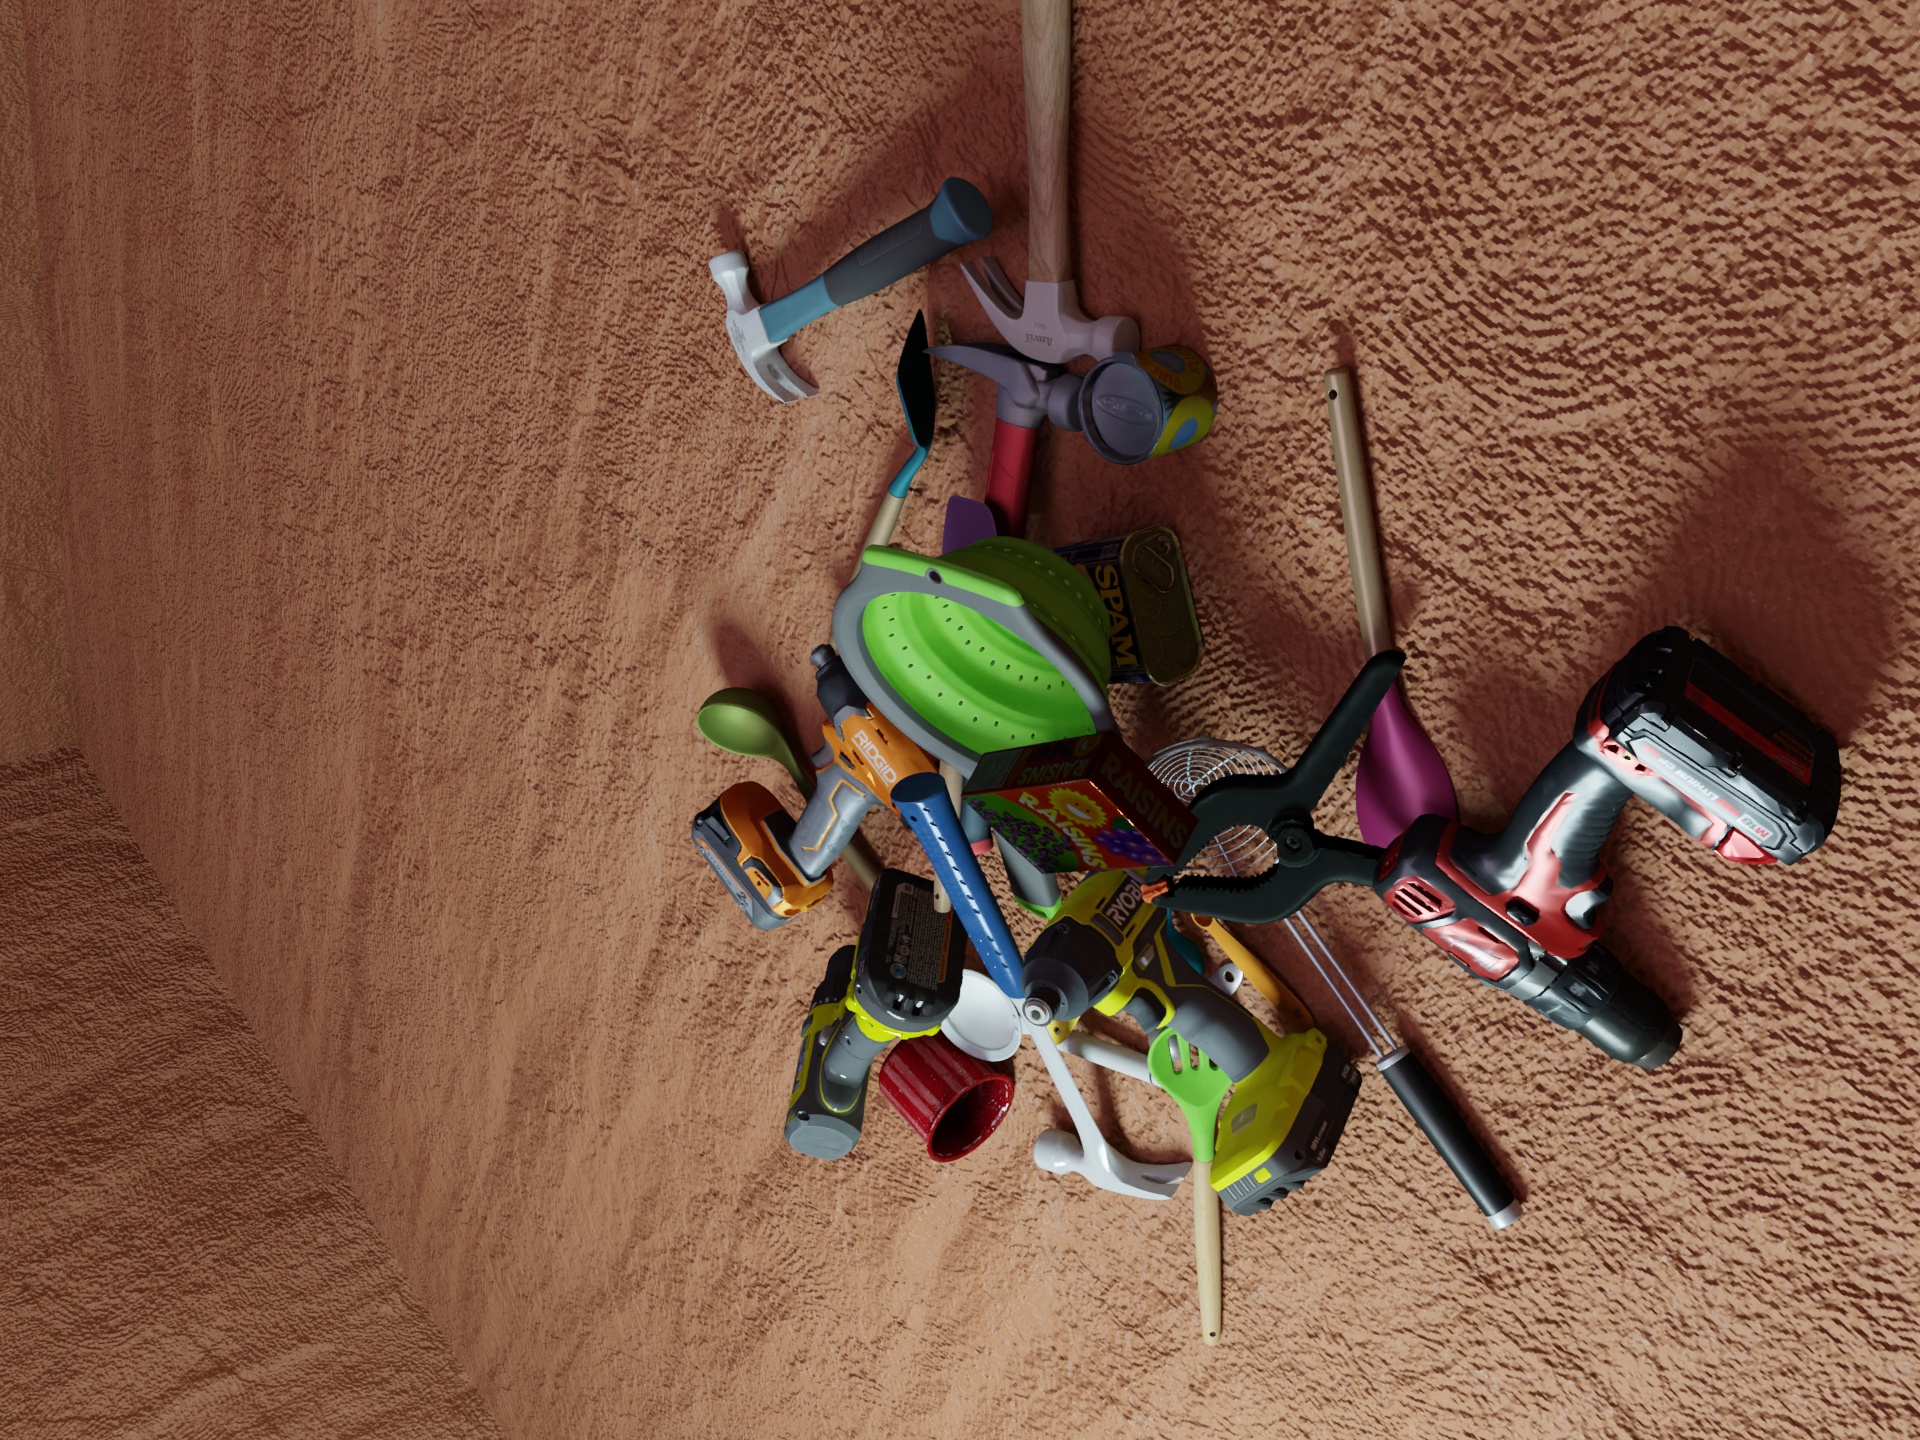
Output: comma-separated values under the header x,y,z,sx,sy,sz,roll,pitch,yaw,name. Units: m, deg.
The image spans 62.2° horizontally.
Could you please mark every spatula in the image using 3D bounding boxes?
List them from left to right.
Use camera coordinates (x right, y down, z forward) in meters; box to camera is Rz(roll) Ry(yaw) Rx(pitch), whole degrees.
x,y,z,sx,sy,sz,roll,pitch,yaw,name
-0.065,-0.162,1.209,0.044,0.082,0.317,20,137,-7,spatula
-0.002,-0.004,1.145,0.060,0.018,0.315,24,119,42,spatula

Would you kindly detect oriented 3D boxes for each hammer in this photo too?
x,y,z,sx,sy,sz,roll,pitch,yaw,name
-0.083,-0.316,1.140,0.331,0.033,0.128,-6,105,56,hammer
0.010,-0.075,1.151,0.143,0.038,0.386,29,122,38,hammer
0.051,0.206,1.167,0.144,0.035,0.405,5,130,43,hammer
0.052,-0.391,0.987,0.130,0.031,0.331,18,120,41,hammer

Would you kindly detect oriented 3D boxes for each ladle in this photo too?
x,y,z,sx,sy,sz,roll,pitch,yaw,name
-0.119,0.098,1.384,0.320,0.062,0.078,52,146,13,ladle

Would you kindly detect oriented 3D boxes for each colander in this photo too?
x,y,z,sx,sy,sz,roll,pitch,yaw,name
0.043,0.001,1.069,0.205,0.094,0.396,19,149,26,colander

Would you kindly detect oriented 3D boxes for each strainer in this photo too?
x,y,z,sx,sy,sz,roll,pitch,yaw,name
0.070,0.247,1.257,0.259,0.050,0.086,12,120,38,strainer

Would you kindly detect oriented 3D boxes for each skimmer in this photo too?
x,y,z,sx,sy,sz,roll,pitch,yaw,name
0.231,0.169,1.005,0.127,0.090,0.363,-39,79,21,skimmer

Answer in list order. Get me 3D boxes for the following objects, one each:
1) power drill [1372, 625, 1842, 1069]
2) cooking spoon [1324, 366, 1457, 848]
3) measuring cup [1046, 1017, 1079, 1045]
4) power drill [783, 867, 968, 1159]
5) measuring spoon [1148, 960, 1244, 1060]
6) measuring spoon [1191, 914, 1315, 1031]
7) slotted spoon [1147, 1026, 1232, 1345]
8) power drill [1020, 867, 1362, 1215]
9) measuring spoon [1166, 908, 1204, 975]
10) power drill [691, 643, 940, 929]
x,y,z,sx,sy,sz,roll,pitch,yaw,name
0.349,0.080,0.833,0.188,0.080,0.226,38,135,4,power drill
0.246,-0.049,0.943,0.069,0.017,0.318,2,109,46,cooking spoon
0.102,0.189,1.194,0.062,0.029,0.156,44,130,24,measuring cup
-0.073,0.222,1.286,0.080,0.191,0.228,20,134,-12,power drill
0.168,0.210,1.148,0.034,0.018,0.124,50,136,19,measuring spoon
0.204,0.169,1.099,0.117,0.011,0.021,47,134,17,measuring spoon
0.180,0.344,1.184,0.070,0.031,0.313,-5,114,3,slotted spoon
0.142,0.203,1.032,0.223,0.171,0.080,44,126,3,power drill
0.141,0.132,1.126,0.021,0.042,0.128,148,105,-83,measuring spoon
-0.118,0.053,1.302,0.226,0.084,0.164,-41,82,30,power drill
